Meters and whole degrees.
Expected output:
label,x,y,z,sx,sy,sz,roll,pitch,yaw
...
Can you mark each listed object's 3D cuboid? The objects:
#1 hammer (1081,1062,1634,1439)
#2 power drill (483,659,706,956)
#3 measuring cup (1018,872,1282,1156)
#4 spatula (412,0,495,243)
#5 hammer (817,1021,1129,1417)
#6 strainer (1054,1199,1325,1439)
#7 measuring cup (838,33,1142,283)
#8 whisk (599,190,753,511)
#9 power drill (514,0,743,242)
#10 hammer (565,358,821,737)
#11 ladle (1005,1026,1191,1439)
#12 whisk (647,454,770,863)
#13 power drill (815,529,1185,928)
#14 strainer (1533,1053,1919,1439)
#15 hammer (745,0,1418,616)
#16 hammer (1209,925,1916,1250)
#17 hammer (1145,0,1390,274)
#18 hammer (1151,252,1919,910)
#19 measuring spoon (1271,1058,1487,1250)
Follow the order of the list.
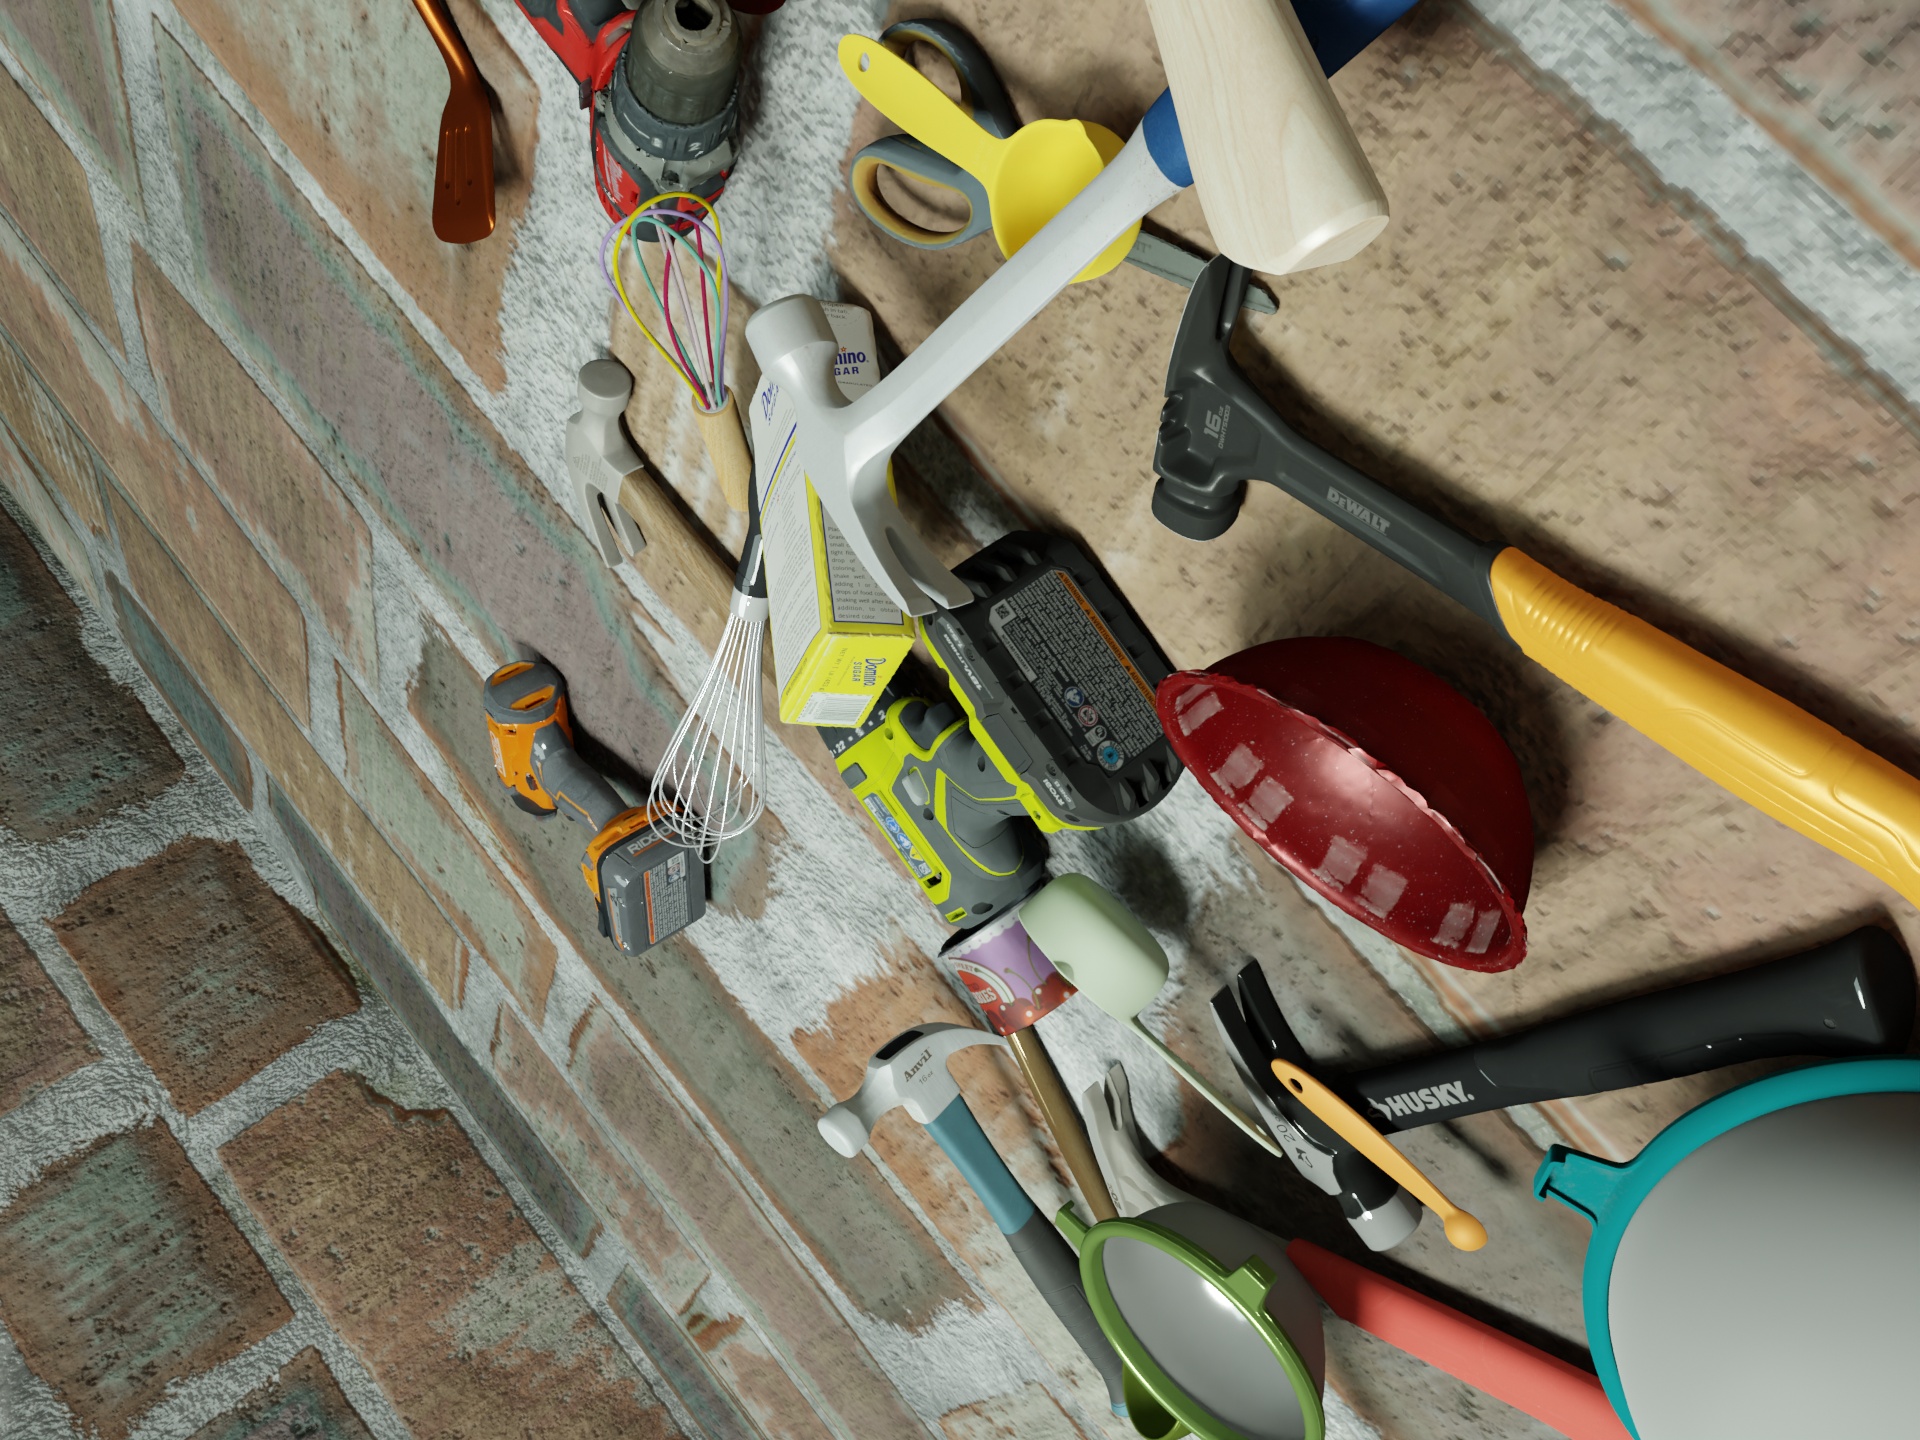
label,x,y,z,sx,sy,sz,roll,pitch,yaw
hammer,0.208,0.288,0.803,0.359,0.037,0.149,11,127,50
power drill,-0.294,0.076,1.254,0.227,0.084,0.164,44,147,27
measuring cup,0.099,0.136,0.759,0.168,0.038,0.083,43,-175,13
spatula,-0.309,-0.421,0.849,0.081,0.041,0.322,16,130,47
hammer,0.042,0.325,1.006,0.033,0.128,0.330,0,127,55
strainer,0.159,0.345,0.822,0.151,0.069,0.256,-6,114,54
measuring cup,0.009,-0.218,0.594,0.157,0.029,0.062,46,133,27
whisk,-0.121,-0.170,0.774,0.051,0.047,0.244,22,161,11
power drill,-0.168,-0.327,0.674,0.226,0.080,0.188,57,166,-7
hammer,-0.127,-0.059,0.944,0.331,0.031,0.130,48,148,12
ladle,0.075,0.298,0.977,0.320,0.062,0.078,64,158,-9
whisk,-0.121,-0.038,0.882,0.070,0.070,0.284,36,125,29
power drill,-0.001,-0.003,0.783,0.190,0.080,0.228,55,152,0
strainer,0.323,0.273,0.485,0.211,0.095,0.340,-22,96,31
hammer,0.061,-0.169,0.506,0.405,0.035,0.144,-32,80,48
hammer,0.225,0.135,0.639,0.146,0.035,0.334,53,149,3
hammer,0.023,-0.315,0.428,0.146,0.038,0.411,-31,82,58
hammer,0.201,-0.033,0.512,0.337,0.034,0.127,39,150,25
measuring spoon,0.182,0.192,0.705,0.117,0.011,0.021,40,146,22
